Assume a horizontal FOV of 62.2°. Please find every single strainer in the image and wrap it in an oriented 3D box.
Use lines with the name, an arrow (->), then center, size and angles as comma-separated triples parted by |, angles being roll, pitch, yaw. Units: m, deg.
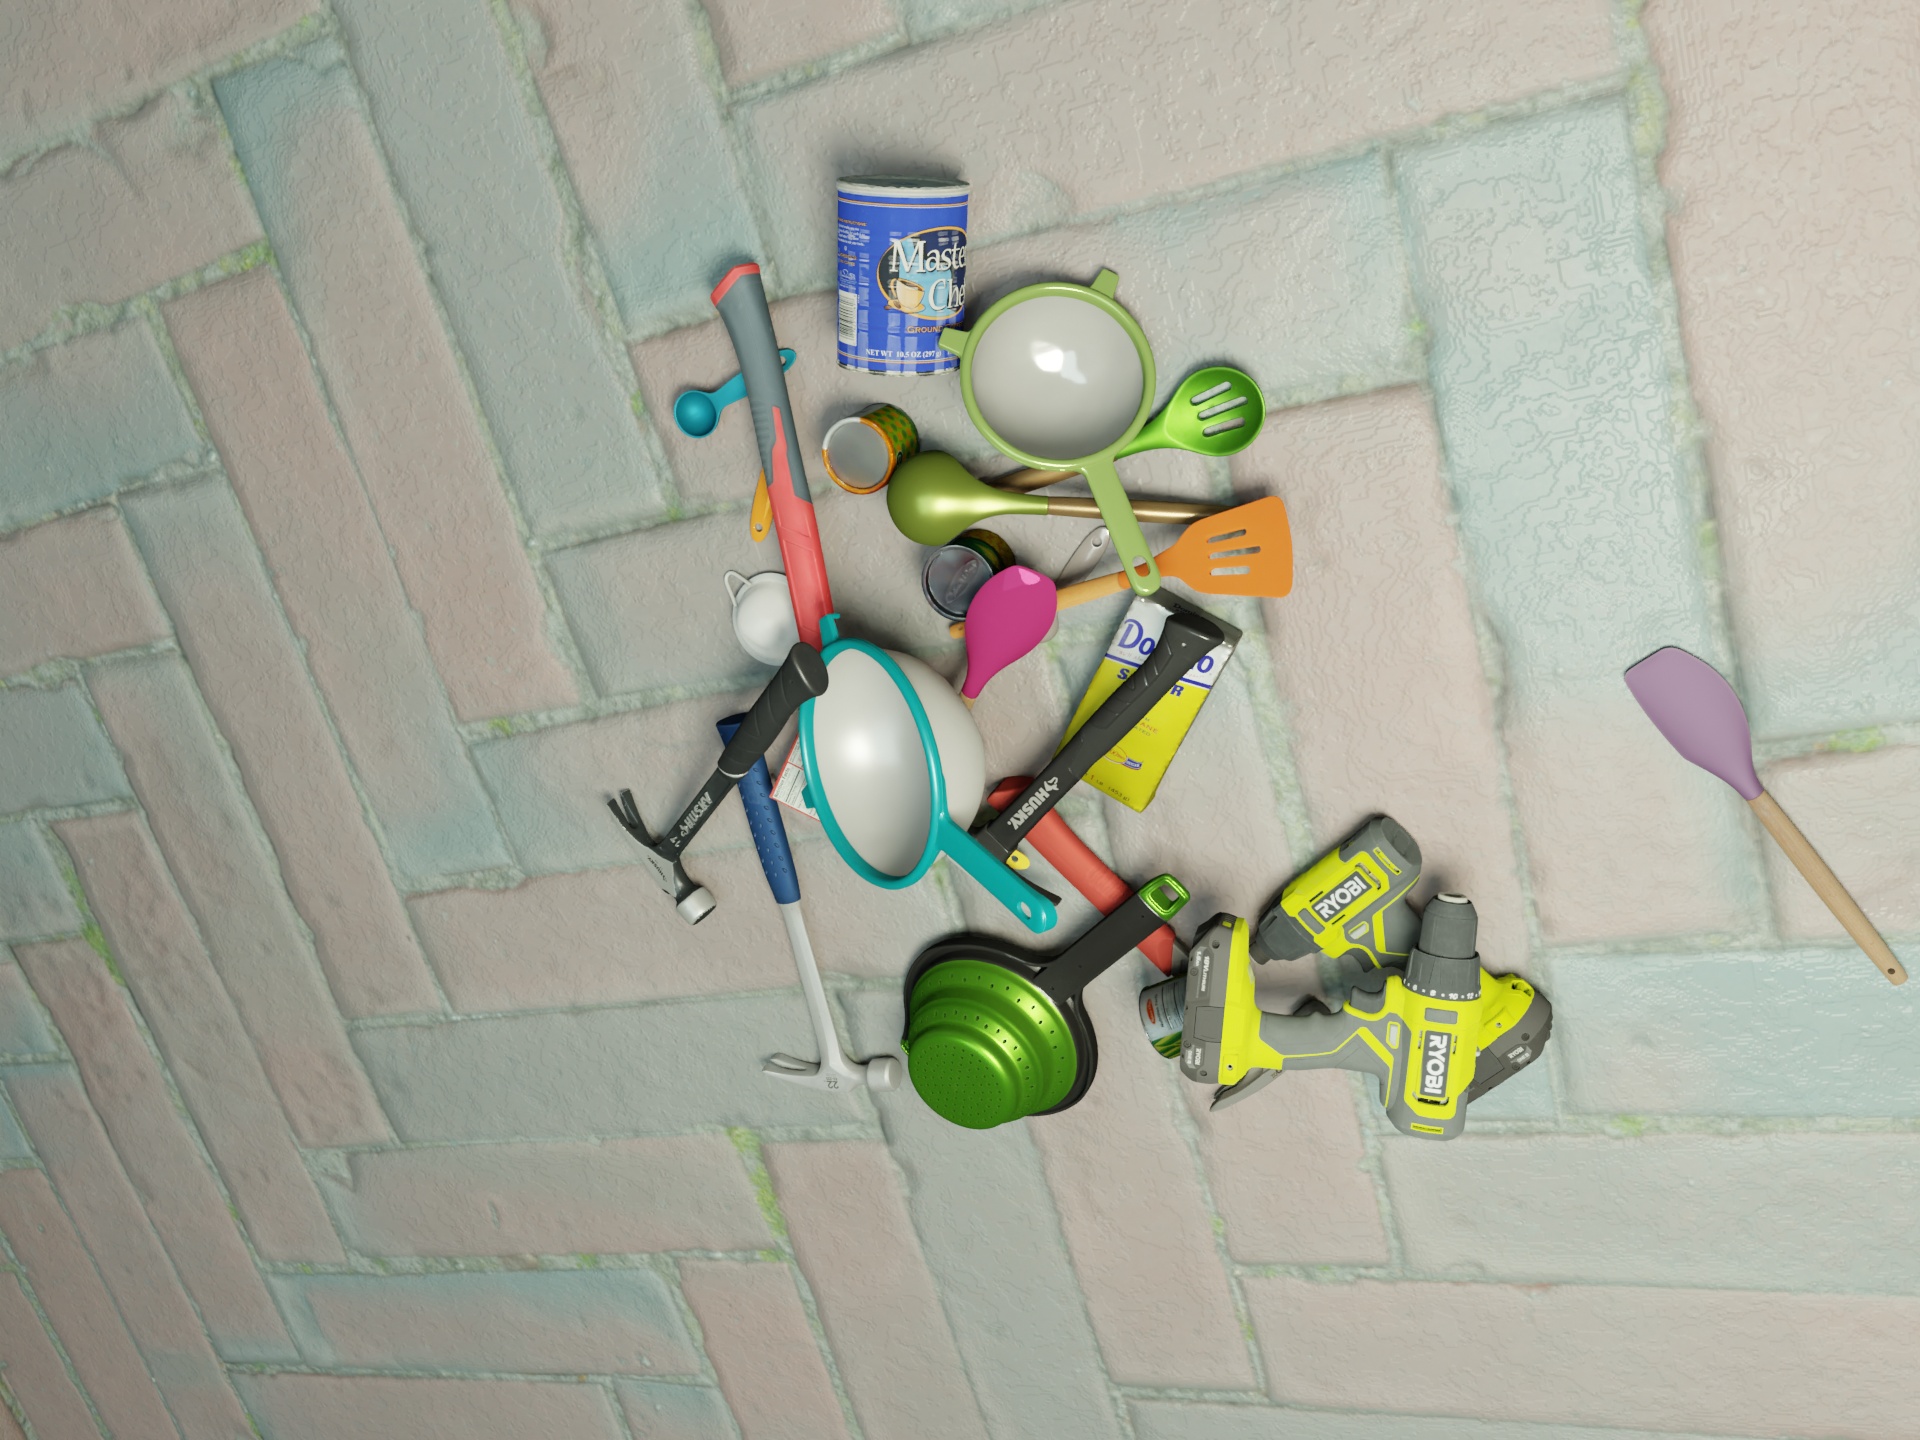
strainer -> 0.093, -0.211, 1.236 | 0.151, 0.069, 0.256 | -22, 85, -6
strainer -> -0.007, 0.059, 1.286 | 0.341, 0.095, 0.210 | 39, 131, 41
strainer -> -0.120, -0.047, 1.439 | 0.258, 0.050, 0.087 | 38, 116, 0

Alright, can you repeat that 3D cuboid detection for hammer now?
hammer -> 0.156, 0.190, 1.426 | 0.359, 0.037, 0.149 | 44, 120, 0
hammer -> -0.171, 0.187, 1.559 | 0.144, 0.035, 0.405 | -6, 109, 24
hammer -> -0.217, 0.047, 1.451 | 0.149, 0.036, 0.408 | 49, 138, 6
hammer -> 0.104, 0.032, 1.327 | 0.146, 0.035, 0.334 | 44, 124, 3
hammer -> -0.132, -0.196, 1.363 | 0.143, 0.038, 0.386 | -10, 103, 4

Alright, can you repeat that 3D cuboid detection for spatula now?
spatula -> 0.118, -0.106, 1.292 | 0.322, 0.041, 0.081 | -14, 74, 41
spatula -> 0.616, 0.074, 1.199 | 0.059, 0.018, 0.316 | -37, 94, 29

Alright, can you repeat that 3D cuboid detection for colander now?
colander -> 0.062, 0.265, 1.431 | 0.204, 0.094, 0.397 | 44, 128, 1

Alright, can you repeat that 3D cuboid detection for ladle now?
ladle -> 0.098, -0.172, 1.280 | 0.320, 0.062, 0.078 | 4, 100, 6

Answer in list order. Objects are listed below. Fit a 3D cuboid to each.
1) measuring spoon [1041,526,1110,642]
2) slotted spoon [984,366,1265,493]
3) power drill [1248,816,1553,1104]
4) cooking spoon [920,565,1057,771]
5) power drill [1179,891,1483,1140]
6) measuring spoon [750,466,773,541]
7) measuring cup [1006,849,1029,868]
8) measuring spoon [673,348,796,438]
measuring spoon -> 0.088, -0.113, 1.337 | 0.034, 0.018, 0.124 | 37, 119, 4
slotted spoon -> 0.101, -0.212, 1.286 | 0.314, 0.031, 0.070 | -15, 105, 29
power drill -> 0.364, 0.211, 1.329 | 0.223, 0.080, 0.171 | 46, 120, 3
cooking spoon -> -0.002, -0.004, 1.371 | 0.068, 0.017, 0.318 | 22, 126, -9
power drill -> 0.297, 0.221, 1.266 | 0.228, 0.080, 0.190 | 6, 98, 13
measuring spoon -> -0.171, -0.210, 1.406 | 0.021, 0.011, 0.116 | 22, 118, 13
measuring cup -> -0.006, 0.100, 1.461 | 0.156, 0.029, 0.062 | 20, 118, 11
measuring spoon -> -0.193, -0.289, 1.384 | 0.128, 0.021, 0.042 | -26, 100, 20
